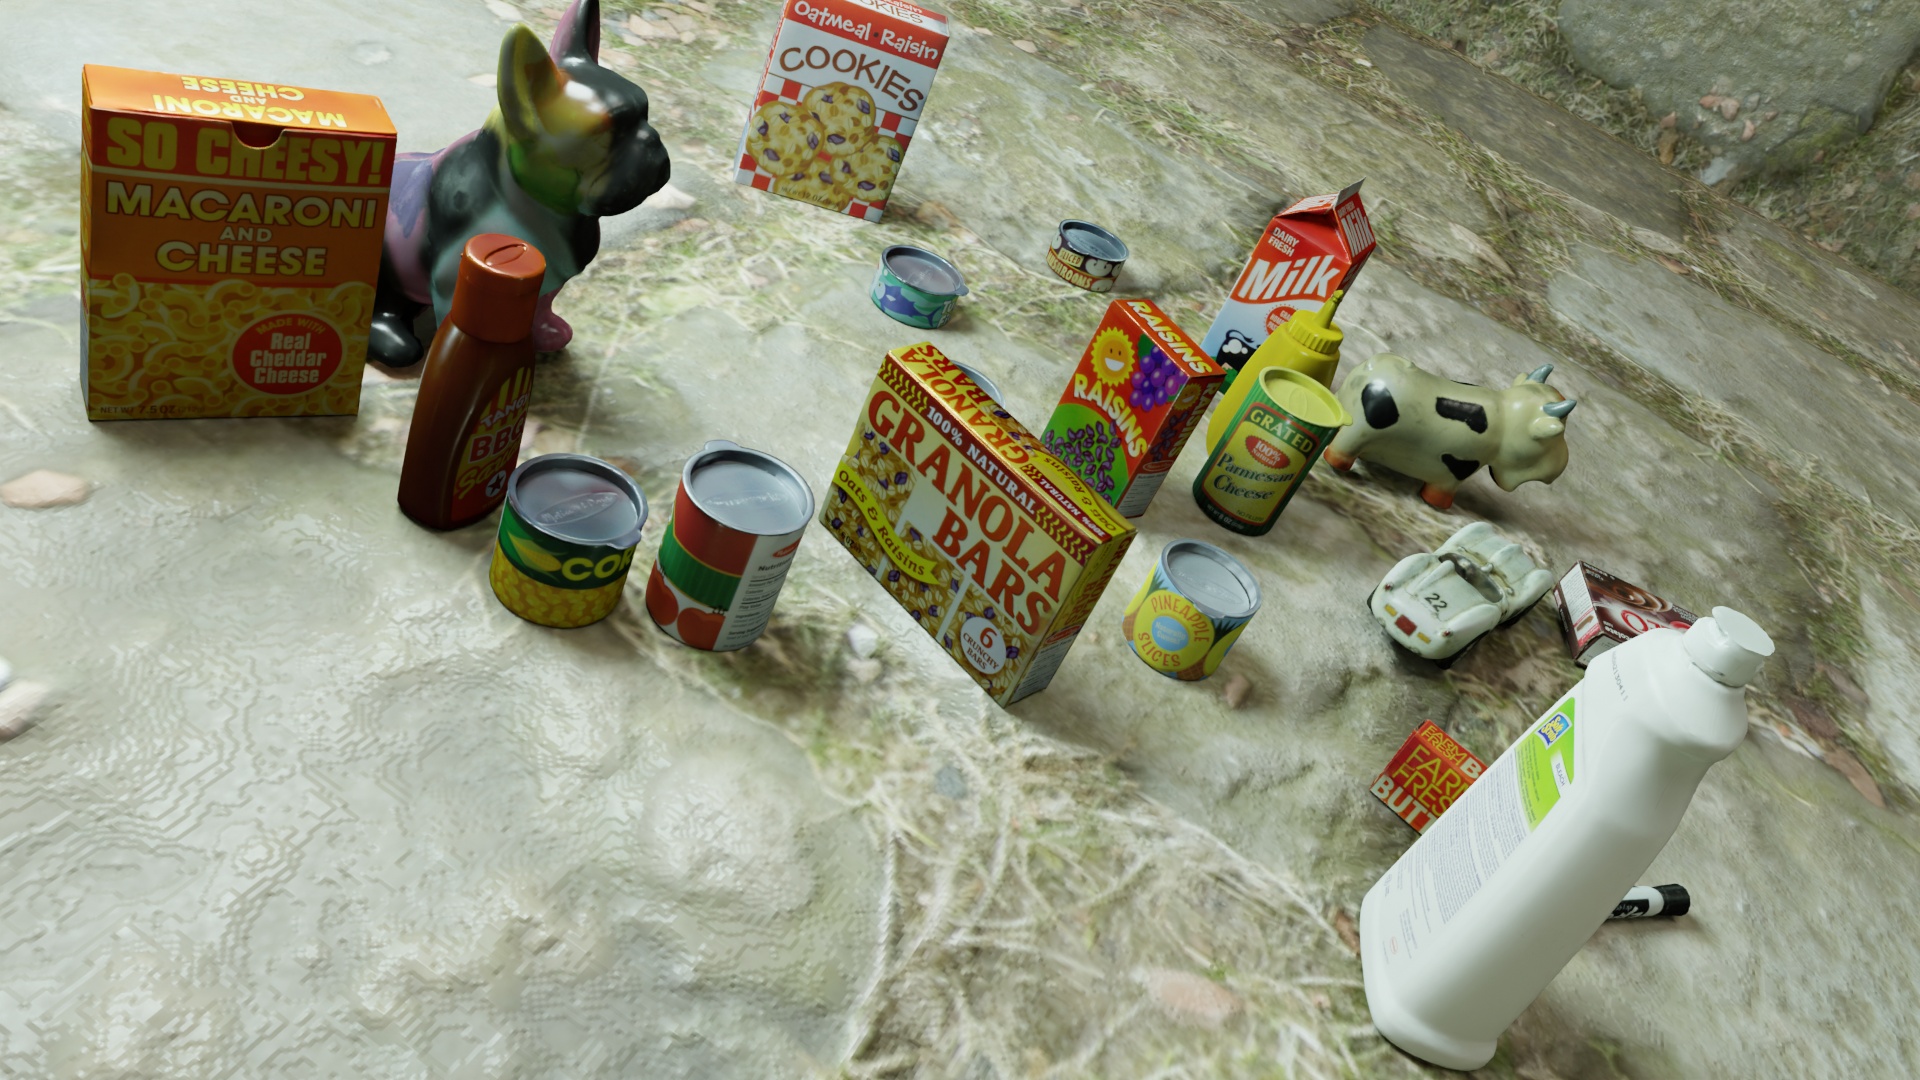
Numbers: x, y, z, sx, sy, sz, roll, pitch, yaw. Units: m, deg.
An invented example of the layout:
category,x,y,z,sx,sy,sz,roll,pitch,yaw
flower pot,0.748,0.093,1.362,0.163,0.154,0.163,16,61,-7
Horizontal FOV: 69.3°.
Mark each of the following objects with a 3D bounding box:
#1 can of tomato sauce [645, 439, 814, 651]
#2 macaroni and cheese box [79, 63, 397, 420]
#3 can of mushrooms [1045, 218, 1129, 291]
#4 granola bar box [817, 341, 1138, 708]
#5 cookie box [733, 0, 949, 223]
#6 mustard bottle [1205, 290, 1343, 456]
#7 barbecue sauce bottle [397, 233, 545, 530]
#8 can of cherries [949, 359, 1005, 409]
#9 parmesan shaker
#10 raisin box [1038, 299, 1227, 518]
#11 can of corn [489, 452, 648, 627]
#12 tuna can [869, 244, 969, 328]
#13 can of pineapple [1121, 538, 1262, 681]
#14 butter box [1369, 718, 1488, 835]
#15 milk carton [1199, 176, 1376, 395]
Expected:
category,x,y,z,sx,sy,sz,roll,pitch,yaw
can of tomato sauce,-0.119,0.003,0.700,0.071,0.082,0.071,17,36,-13
macaroni and cheese box,-0.345,-0.134,0.661,0.124,0.165,0.040,-6,46,-37
can of mushrooms,0.108,-0.246,1.200,0.071,0.033,0.071,17,36,-13
granola bar box,0.003,-0.009,0.756,0.166,0.123,0.039,44,39,23
cookie box,-0.095,-0.344,1.082,0.123,0.166,0.040,13,37,-19
mustard bottle,0.237,-0.116,1.007,0.065,0.159,0.049,10,38,-22
barbecue sauce bottle,-0.234,-0.077,0.673,0.044,0.147,0.065,31,35,6
can of cherries,-0.012,-0.073,0.884,0.071,0.058,0.072,17,36,-13
parmesan shaker,0.216,-0.060,0.972,0.071,0.102,0.072,17,36,-13
raisin box,0.112,-0.087,0.923,0.040,0.122,0.086,-8,47,-38
can of corn,-0.190,0.002,0.678,0.071,0.058,0.071,17,36,-13
tuna can,-0.031,-0.189,1.042,0.071,0.032,0.071,17,36,-13
can of pineapple,0.137,0.042,0.832,0.071,0.057,0.071,17,36,-13
butter box,0.288,0.155,0.788,0.104,0.052,0.024,43,38,22
milk carton,0.264,-0.201,1.106,0.073,0.189,0.073,36,36,13
